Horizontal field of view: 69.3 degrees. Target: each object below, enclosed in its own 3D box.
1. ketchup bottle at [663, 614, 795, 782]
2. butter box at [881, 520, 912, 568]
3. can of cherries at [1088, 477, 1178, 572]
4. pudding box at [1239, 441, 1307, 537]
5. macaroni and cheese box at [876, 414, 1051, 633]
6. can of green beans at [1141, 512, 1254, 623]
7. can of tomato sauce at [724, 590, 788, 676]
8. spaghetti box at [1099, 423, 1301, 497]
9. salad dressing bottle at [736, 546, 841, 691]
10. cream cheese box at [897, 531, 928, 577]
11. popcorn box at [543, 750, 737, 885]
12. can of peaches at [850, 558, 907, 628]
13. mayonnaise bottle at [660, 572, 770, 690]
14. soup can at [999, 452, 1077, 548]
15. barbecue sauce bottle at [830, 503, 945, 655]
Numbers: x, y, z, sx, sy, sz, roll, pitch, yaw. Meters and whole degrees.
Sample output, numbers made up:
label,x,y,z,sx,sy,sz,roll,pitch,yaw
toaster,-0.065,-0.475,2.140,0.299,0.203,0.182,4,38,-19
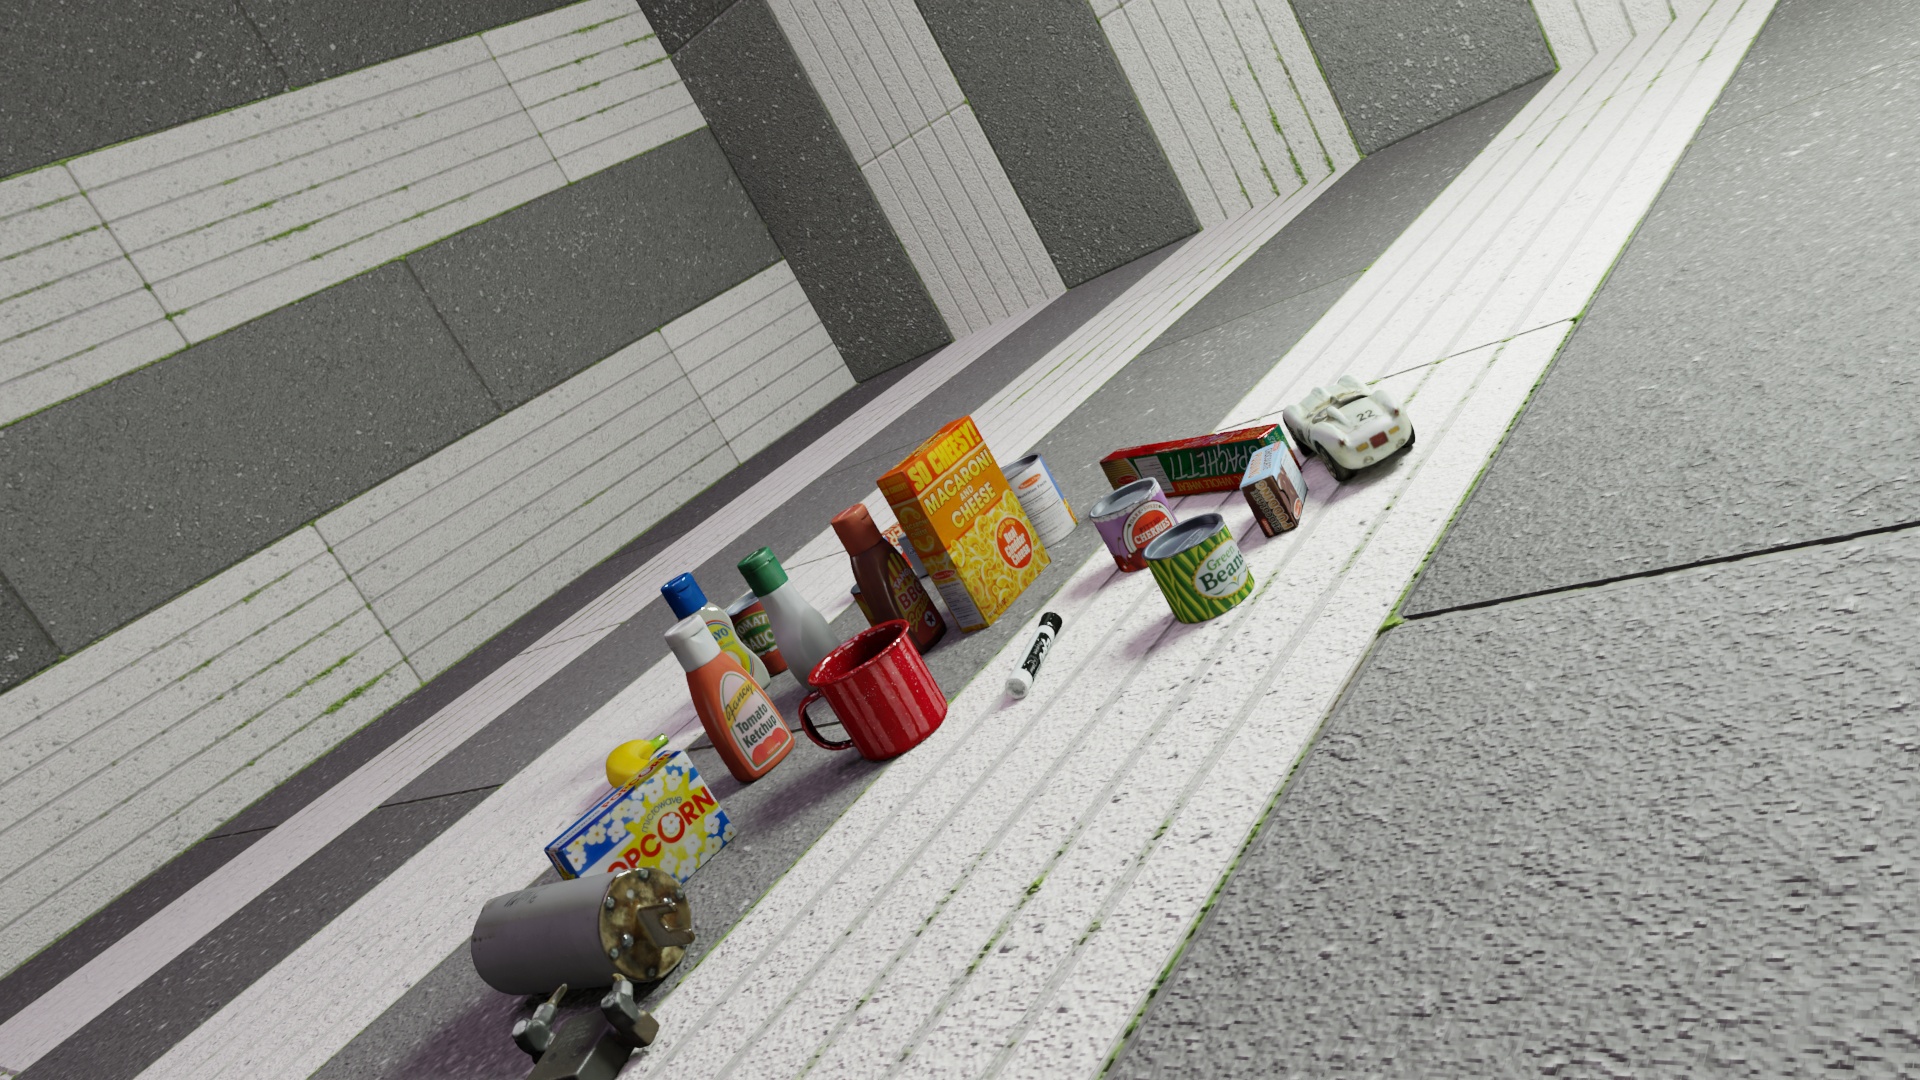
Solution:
label,x,y,z,sx,sy,sz,roll,pitch,yaw
ketchup bottle,-0.207,0.136,1.221,0.043,0.148,0.065,-17,18,45
butter box,-0.070,0.008,1.624,0.104,0.053,0.024,-38,15,-32
can of cherries,0.155,-0.013,1.208,0.071,0.058,0.072,-28,13,7
pudding box,0.255,-0.043,1.125,0.030,0.049,0.084,-23,14,27
macaroni and cheese box,0.005,-0.016,1.303,0.040,0.166,0.124,-19,17,41
can of green beans,0.177,0.021,1.033,0.071,0.057,0.071,-28,13,7
can of tomato sauce,-0.209,0.098,1.516,0.071,0.083,0.071,-28,13,7
spaghetti box,0.219,-0.070,1.303,0.029,0.050,0.249,-36,14,-25
salad dressing bottle,-0.165,0.076,1.359,0.044,0.147,0.064,-22,15,31
cream cheese box,-0.015,0.001,1.531,0.103,0.053,0.024,-21,15,34
popcorn box,-0.247,0.234,1.079,0.038,0.085,0.127,-15,20,49
can of peaches,-0.070,0.059,1.418,0.071,0.058,0.071,-28,13,7
mayonnaise bottle,-0.262,0.104,1.462,0.065,0.148,0.041,-35,14,-22
soup can,0.072,-0.038,1.426,0.071,0.083,0.071,-28,13,7
barbecue sauce bottle,-0.070,0.037,1.304,0.043,0.148,0.065,-22,15,33
